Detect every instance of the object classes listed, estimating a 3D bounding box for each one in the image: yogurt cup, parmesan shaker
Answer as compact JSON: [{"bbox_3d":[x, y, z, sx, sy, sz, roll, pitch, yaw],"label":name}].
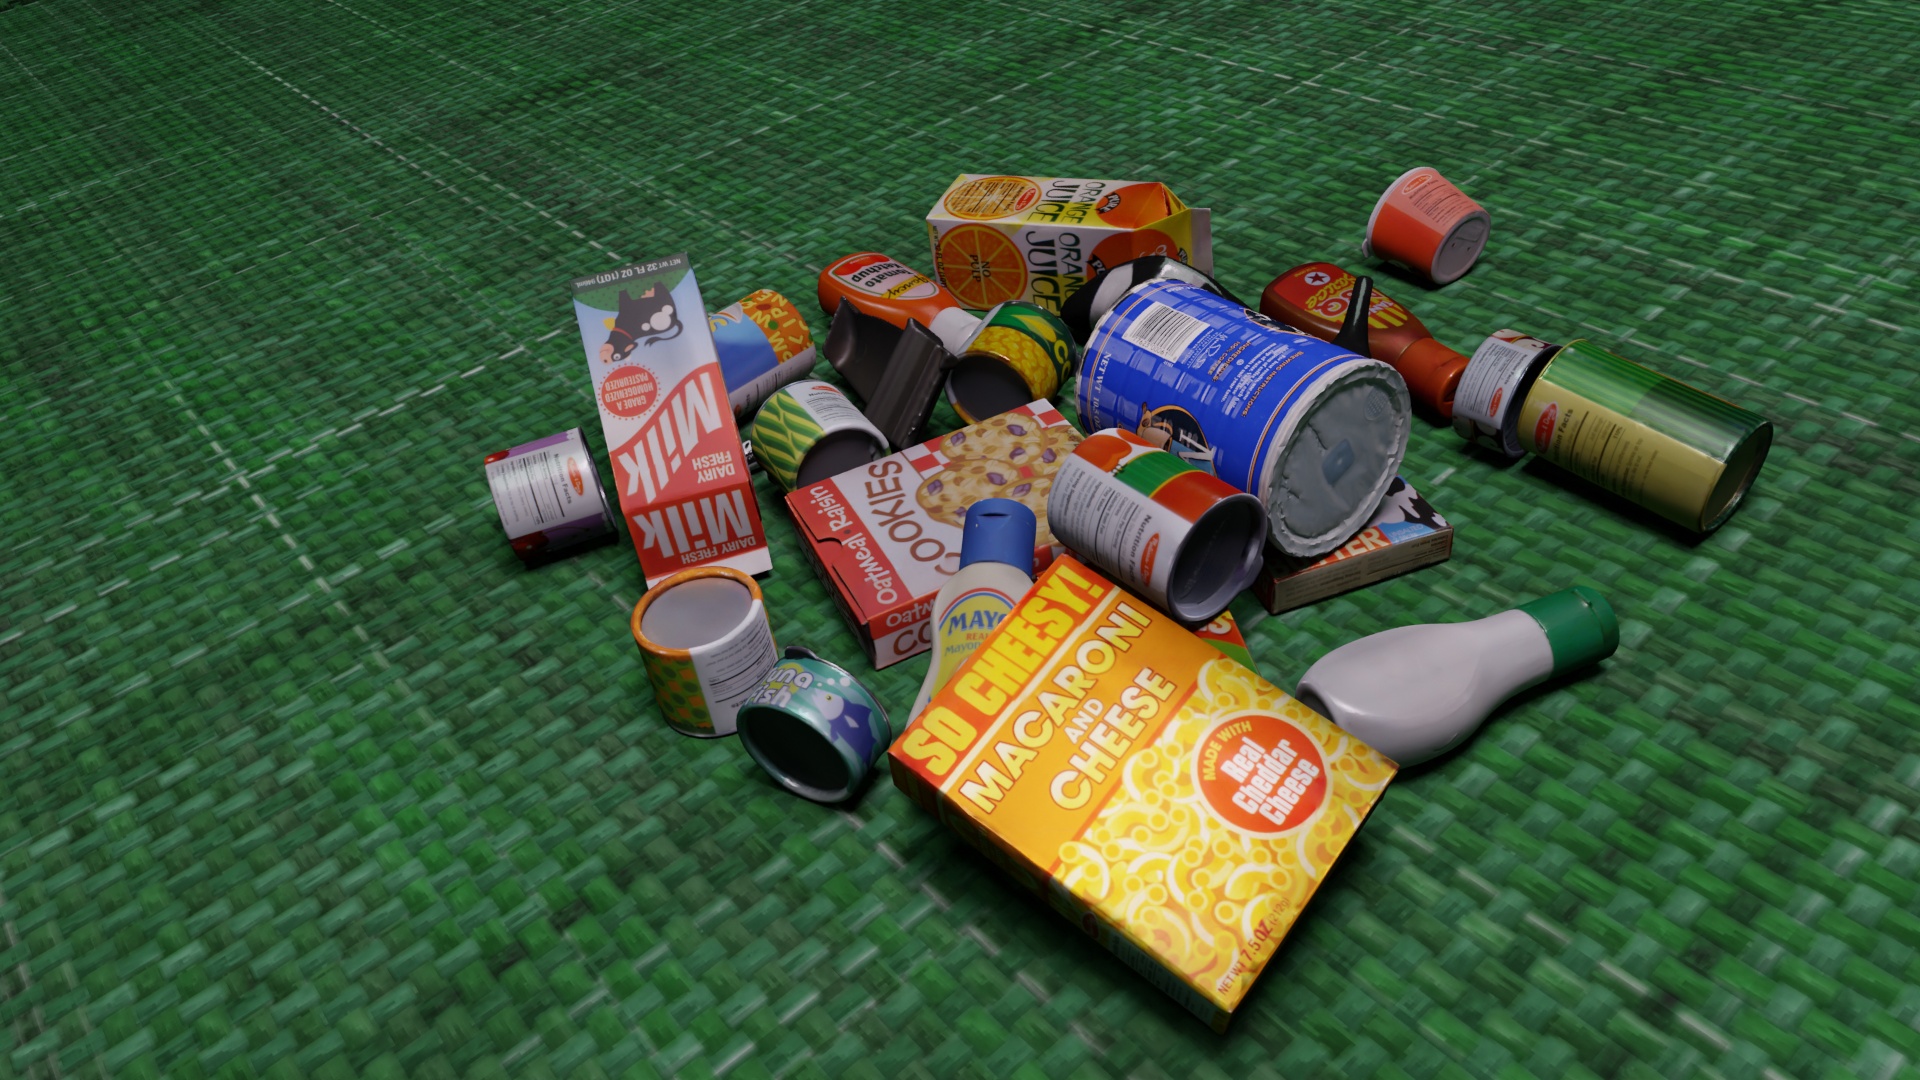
[{"bbox_3d":[0.314,-0.207,0.926,0.072,0.072,0.054,-27,50,-21],"label":"yogurt cup"},{"bbox_3d":[0.355,-0.053,0.725,0.071,0.071,0.103,-32,48,-26],"label":"parmesan shaker"}]

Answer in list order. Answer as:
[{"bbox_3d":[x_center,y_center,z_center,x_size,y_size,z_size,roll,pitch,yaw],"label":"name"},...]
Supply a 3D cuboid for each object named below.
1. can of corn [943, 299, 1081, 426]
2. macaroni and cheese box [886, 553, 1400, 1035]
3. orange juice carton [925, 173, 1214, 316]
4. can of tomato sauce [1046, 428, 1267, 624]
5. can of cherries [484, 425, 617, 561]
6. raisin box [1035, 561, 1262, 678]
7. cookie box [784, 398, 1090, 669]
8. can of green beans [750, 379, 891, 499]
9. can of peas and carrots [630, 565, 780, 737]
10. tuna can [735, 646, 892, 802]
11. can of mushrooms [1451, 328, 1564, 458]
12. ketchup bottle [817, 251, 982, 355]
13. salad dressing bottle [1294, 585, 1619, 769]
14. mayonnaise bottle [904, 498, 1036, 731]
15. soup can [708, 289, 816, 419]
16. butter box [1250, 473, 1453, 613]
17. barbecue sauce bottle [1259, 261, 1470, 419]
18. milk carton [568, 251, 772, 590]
[{"bbox_3d":[0.033,-0.104,0.854,0.071,0.070,0.058,12,44,25],"label":"can of corn"},{"bbox_3d":[0.072,0.098,0.571,0.167,0.040,0.124,33,65,22],"label":"macaroni and cheese box"},{"bbox_3d":[0.080,-0.203,0.960,0.193,0.071,0.073,8,42,21],"label":"orange juice carton"},{"bbox_3d":[0.094,-0.009,0.660,0.071,0.070,0.083,-32,44,-25],"label":"can of tomato sauce"},{"bbox_3d":[-0.240,-0.026,0.817,0.058,0.071,0.072,-20,40,-11],"label":"can of cherries"},{"bbox_3d":[0.090,0.058,0.664,0.086,0.039,0.124,-12,38,-2],"label":"raisin box"},{"bbox_3d":[0.003,-0.010,0.763,0.168,0.040,0.123,-22,41,-15],"label":"cookie box"},{"bbox_3d":[-0.081,-0.052,0.812,0.071,0.071,0.058,-25,42,-18],"label":"can of green beans"},{"bbox_3d":[-0.128,0.054,0.697,0.071,0.058,0.071,-5,39,4],"label":"can of peas and carrots"},{"bbox_3d":[-0.069,0.085,0.637,0.071,0.070,0.033,14,45,26],"label":"tuna can"},{"bbox_3d":[0.306,-0.081,0.772,0.071,0.070,0.033,-34,44,-28],"label":"can of mushrooms"},{"bbox_3d":[-0.032,-0.153,0.944,0.065,0.043,0.149,-25,41,-31],"label":"ketchup bottle"},{"bbox_3d":[0.227,0.060,0.631,0.148,0.043,0.064,-18,38,-12],"label":"salad dressing bottle"},{"bbox_3d":[0.012,0.050,0.656,0.065,0.041,0.149,-1,57,12],"label":"mayonnaise bottle"},{"bbox_3d":[-0.148,-0.120,0.905,0.071,0.071,0.084,27,50,36],"label":"soup can"},{"bbox_3d":[0.197,0.001,0.723,0.104,0.024,0.053,-16,39,-9],"label":"butter box"},{"bbox_3d":[0.252,-0.122,0.849,0.065,0.043,0.149,-23,41,-18],"label":"barbecue sauce bottle"},{"bbox_3d":[-0.165,-0.061,0.800,0.072,0.073,0.191,-16,72,-7],"label":"milk carton"}]
